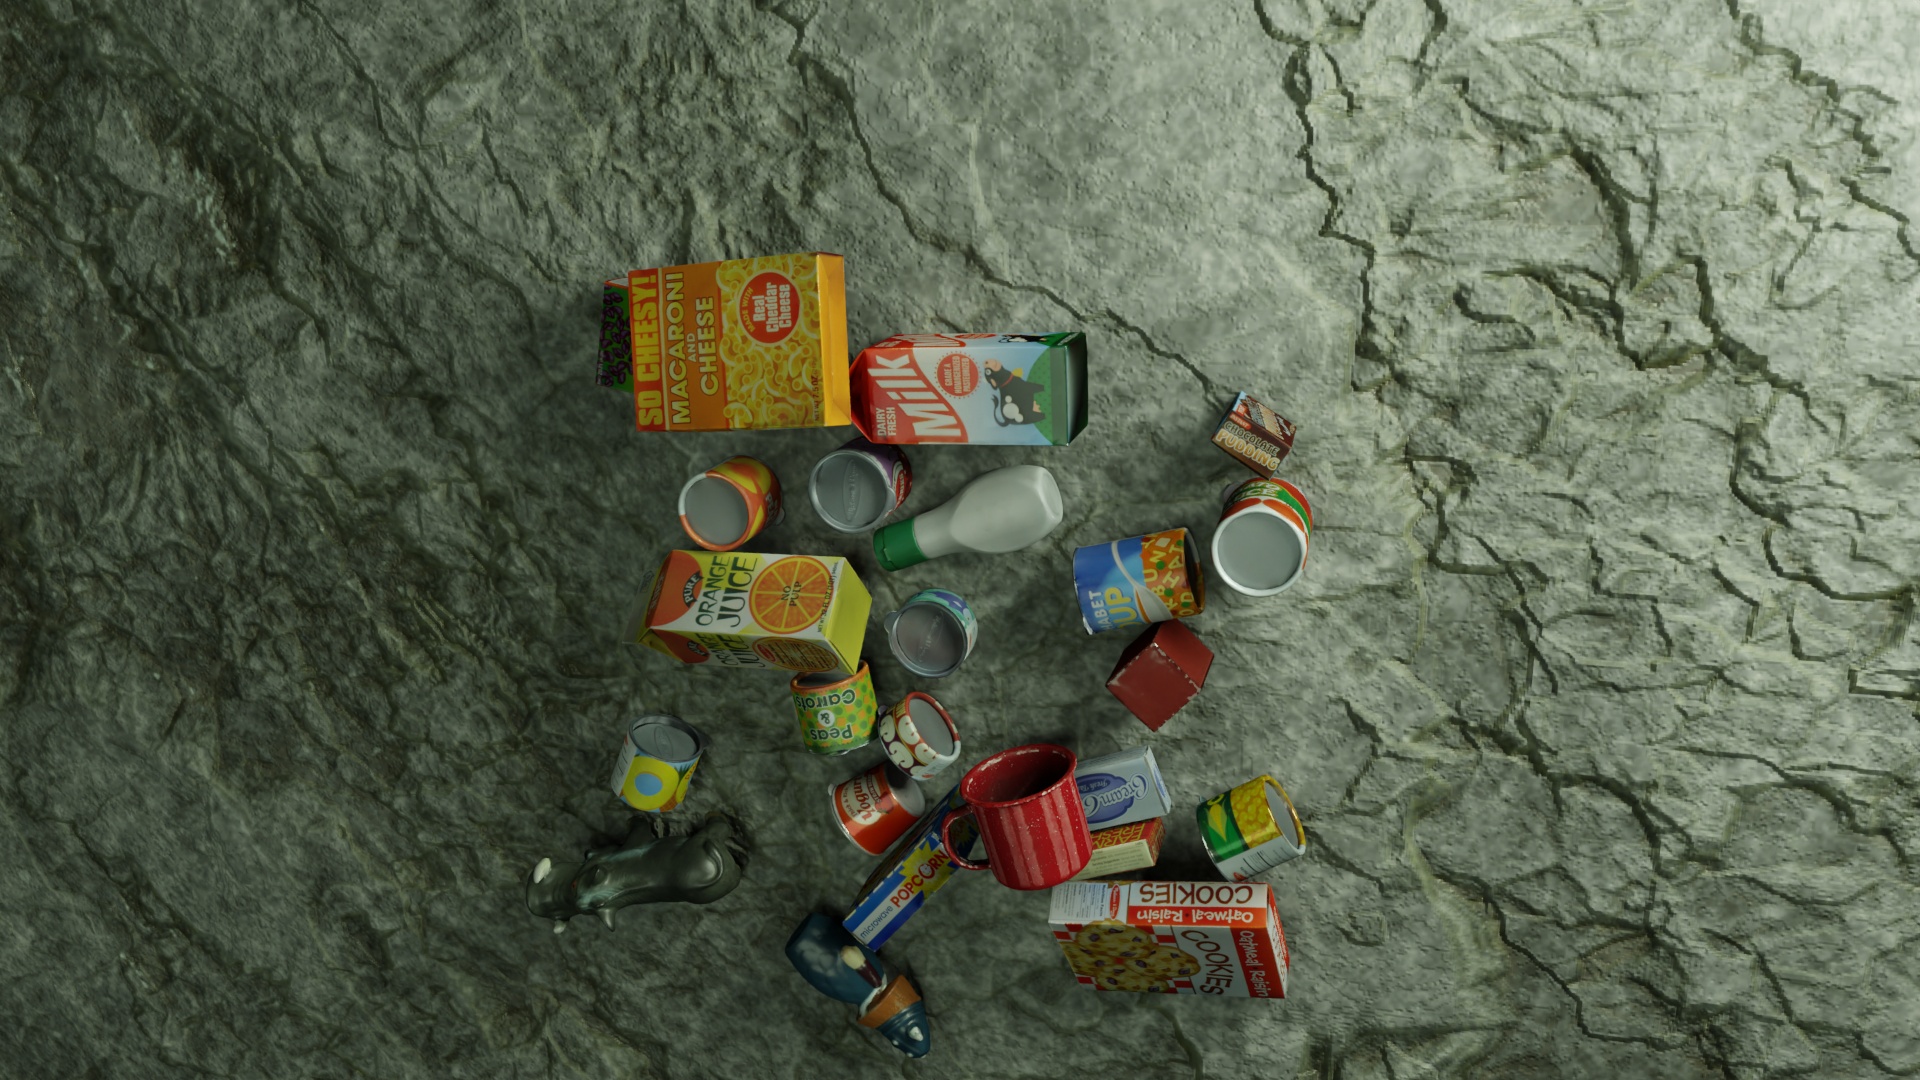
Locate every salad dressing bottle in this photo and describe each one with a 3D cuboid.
[{"bbox_3d":[0.004,-0.013,1.068,0.147,0.044,0.064,-18,102,22],"label":"salad dressing bottle"}]

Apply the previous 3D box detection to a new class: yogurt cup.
[{"bbox_3d":[-0.066,0.218,1.149,0.054,0.072,0.072,-37,93,15],"label":"yogurt cup"}]

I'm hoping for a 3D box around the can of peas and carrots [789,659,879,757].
[{"bbox_3d":[-0.101,0.135,1.129,0.071,0.071,0.058,-8,103,19],"label":"can of peas and carrots"}]

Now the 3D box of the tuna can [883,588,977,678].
[{"bbox_3d":[-0.024,0.073,1.107,0.071,0.033,0.070,5,107,16],"label":"tuna can"}]

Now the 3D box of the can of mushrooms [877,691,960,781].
[{"bbox_3d":[-0.034,0.155,1.117,0.033,0.071,0.071,-38,93,23],"label":"can of mushrooms"}]

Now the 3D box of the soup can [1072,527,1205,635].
[{"bbox_3d":[0.132,0.032,1.026,0.083,0.071,0.071,-11,103,20],"label":"soup can"}]

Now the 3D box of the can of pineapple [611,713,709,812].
[{"bbox_3d":[-0.260,0.193,1.199,0.071,0.071,0.057,27,113,8],"label":"can of pineapple"}]

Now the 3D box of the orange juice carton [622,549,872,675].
[{"bbox_3d":[-0.177,0.057,1.113,0.193,0.072,0.072,2,151,16],"label":"orange juice carton"}]

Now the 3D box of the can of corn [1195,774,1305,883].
[{"bbox_3d":[0.221,0.217,1.059,0.058,0.071,0.071,-30,96,22],"label":"can of corn"}]

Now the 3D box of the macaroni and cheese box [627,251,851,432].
[{"bbox_3d":[-0.163,-0.142,1.020,0.166,0.040,0.123,0,95,26],"label":"macaroni and cheese box"}]

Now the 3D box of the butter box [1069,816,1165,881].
[{"bbox_3d":[0.109,0.248,1.108,0.103,0.053,0.024,-17,98,20],"label":"butter box"}]

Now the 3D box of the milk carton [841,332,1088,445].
[{"bbox_3d":[-0.006,-0.113,1.024,0.190,0.072,0.073,2,107,17],"label":"milk carton"}]

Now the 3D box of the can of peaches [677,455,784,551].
[{"bbox_3d":[-0.182,-0.029,1.112,0.071,0.058,0.071,5,107,16],"label":"can of peaches"}]

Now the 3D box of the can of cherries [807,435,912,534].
[{"bbox_3d":[-0.074,-0.043,1.074,0.071,0.058,0.071,5,107,16],"label":"can of cherries"}]

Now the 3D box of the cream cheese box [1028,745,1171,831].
[{"bbox_3d":[0.110,0.202,1.109,0.103,0.024,0.053,-17,101,21],"label":"cream cheese box"}]

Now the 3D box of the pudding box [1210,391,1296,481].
[{"bbox_3d":[0.204,-0.074,0.966,0.050,0.084,0.030,34,110,5],"label":"pudding box"}]

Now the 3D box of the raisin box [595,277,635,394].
[{"bbox_3d":[-0.222,-0.153,1.097,0.123,0.040,0.085,15,109,11],"label":"raisin box"}]

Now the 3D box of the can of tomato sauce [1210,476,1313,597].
[{"bbox_3d":[0.213,-0.005,0.983,0.071,0.083,0.071,5,108,15],"label":"can of tomato sauce"}]

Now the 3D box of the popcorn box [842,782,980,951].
[{"bbox_3d":[-0.036,0.268,1.141,0.038,0.085,0.126,41,113,0],"label":"popcorn box"}]

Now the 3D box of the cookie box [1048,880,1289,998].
[{"bbox_3d":[0.166,0.311,1.088,0.167,0.040,0.122,-4,138,18],"label":"cookie box"}]
